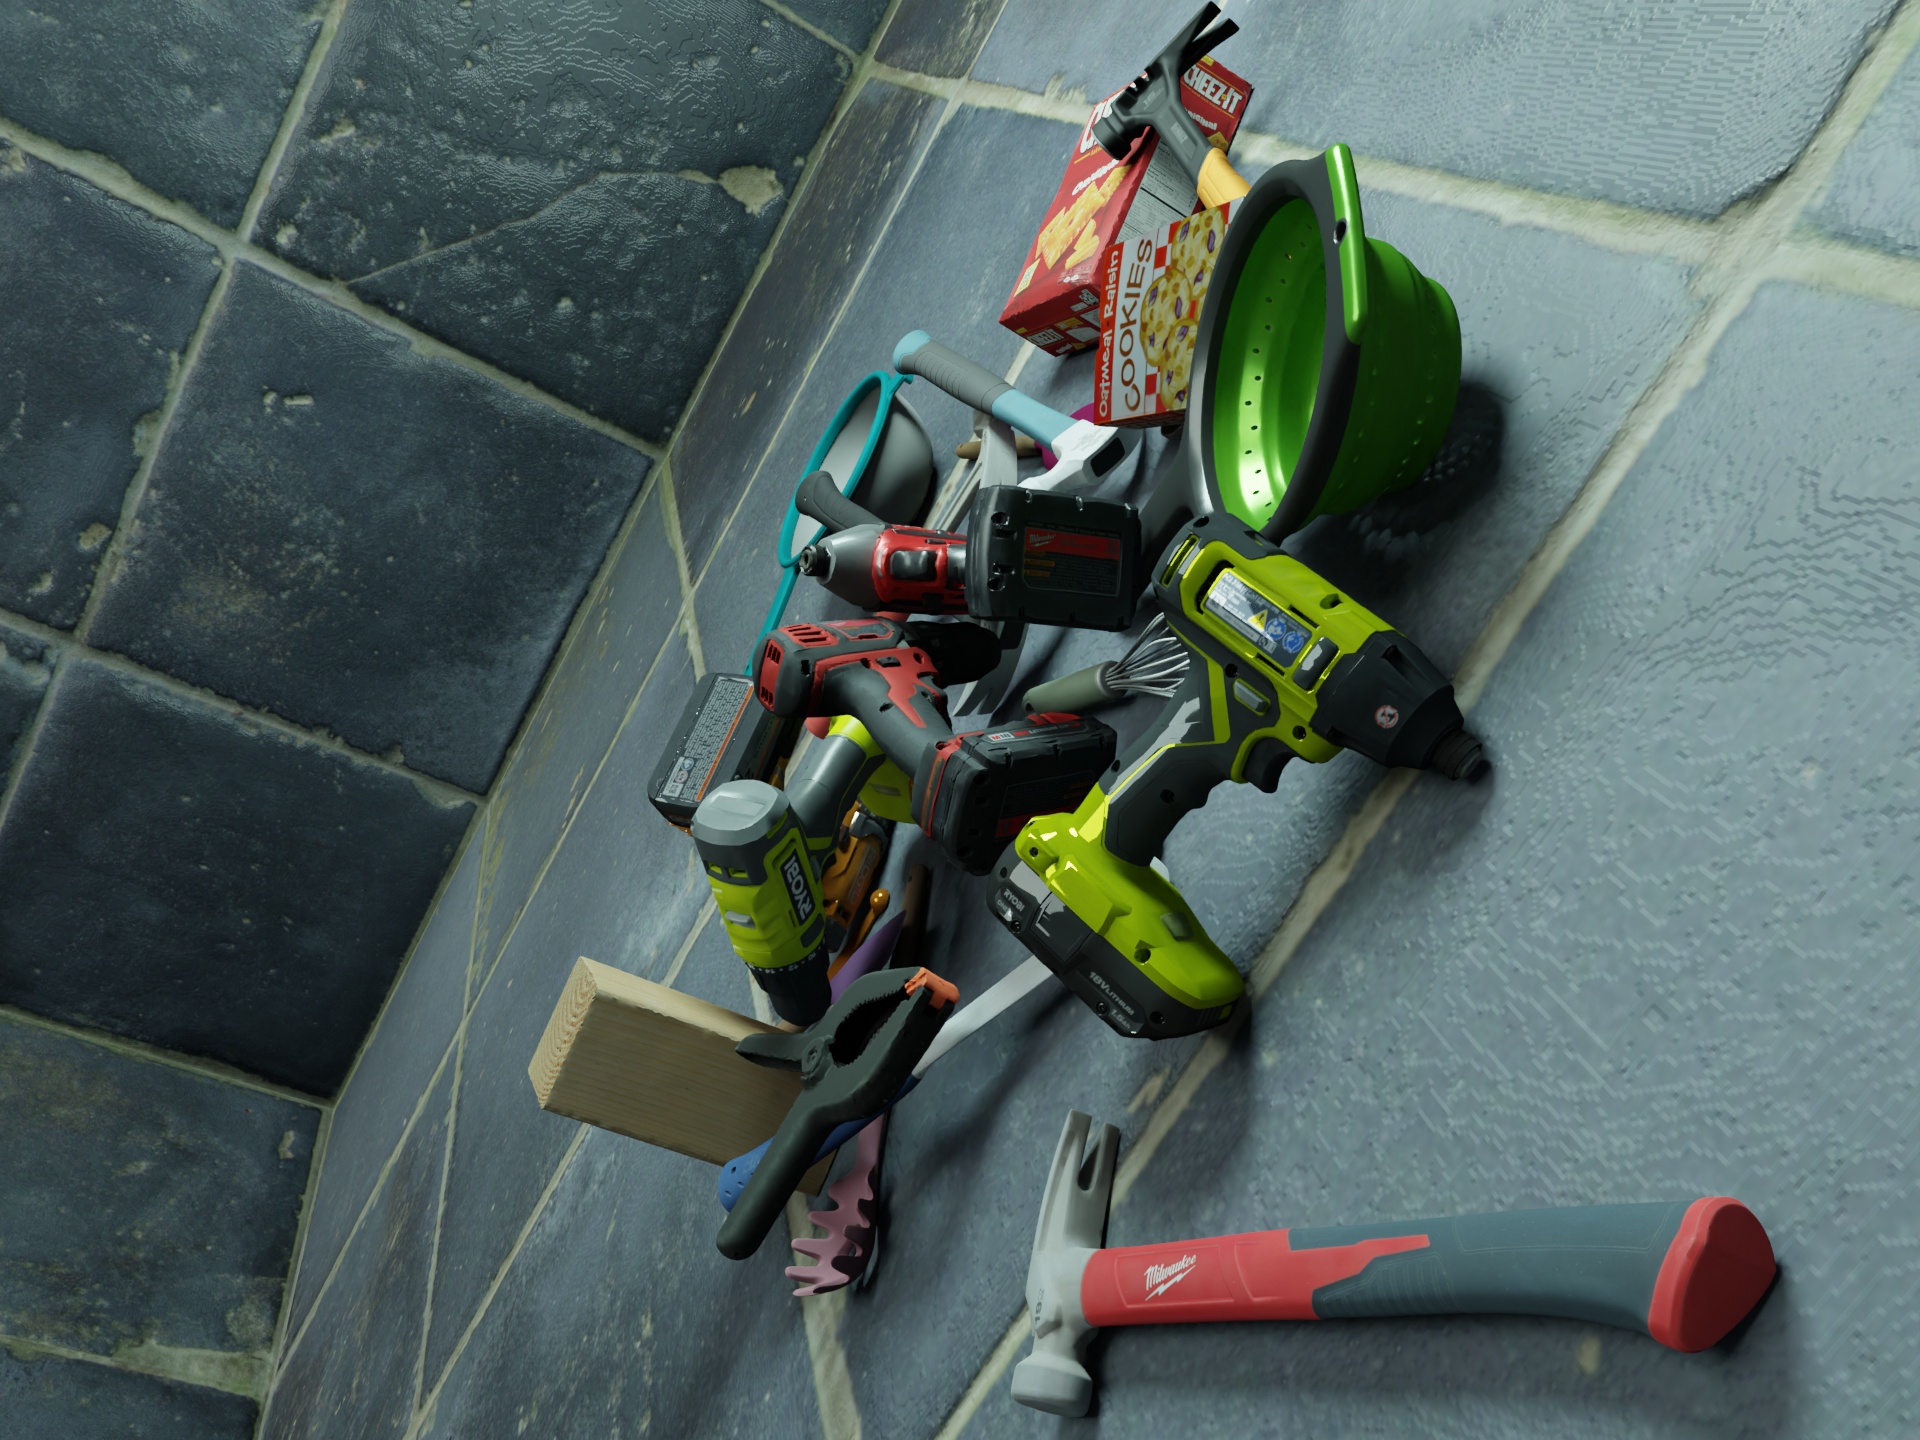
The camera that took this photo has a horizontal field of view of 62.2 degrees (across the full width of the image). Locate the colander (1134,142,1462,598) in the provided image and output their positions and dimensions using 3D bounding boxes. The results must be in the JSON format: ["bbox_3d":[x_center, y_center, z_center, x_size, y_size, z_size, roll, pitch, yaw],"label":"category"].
[{"bbox_3d":[0.176,-0.148,0.894,0.397,0.094,0.205,120,152,-66],"label":"colander"}]

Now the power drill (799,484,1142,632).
[{"bbox_3d":[0.001,-0.099,1.012,0.220,0.143,0.078,5,92,57],"label":"power drill"}]

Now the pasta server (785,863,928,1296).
[{"bbox_3d":[-0.058,0.233,1.077,0.060,0.040,0.316,-31,38,44],"label":"pasta server"}]

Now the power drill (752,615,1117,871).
[{"bbox_3d":[-0.002,-0.003,1.010,0.227,0.187,0.080,36,123,41],"label":"power drill"}]

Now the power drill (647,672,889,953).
[{"bbox_3d":[-0.120,0.049,1.195,0.084,0.226,0.185,7,62,31],"label":"power drill"}]

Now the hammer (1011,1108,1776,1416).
[{"bbox_3d":[0.144,0.208,0.645,0.386,0.038,0.143,-33,37,53],"label":"hammer"}]

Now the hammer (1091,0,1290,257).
[{"bbox_3d":[0.183,-0.365,1.076,0.127,0.034,0.337,-42,42,25],"label":"hammer"}]

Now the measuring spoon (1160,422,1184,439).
[{"bbox_3d":[0.173,-0.242,1.084,0.124,0.018,0.034,-62,23,-10],"label":"measuring spoon"}]

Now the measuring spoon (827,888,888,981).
[{"bbox_3d":[-0.088,0.175,1.239,0.117,0.011,0.021,-57,23,21],"label":"measuring spoon"}]

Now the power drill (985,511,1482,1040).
[{"bbox_3d":[0.125,0.037,0.758,0.171,0.080,0.223,42,111,28],"label":"power drill"}]

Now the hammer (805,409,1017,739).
[{"bbox_3d":[-0.048,-0.099,1.348,0.359,0.036,0.149,-55,23,39],"label":"hammer"}]

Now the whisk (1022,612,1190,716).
[{"bbox_3d":[0.100,-0.028,0.990,0.059,0.058,0.246,-36,7,-25],"label":"whisk"}]

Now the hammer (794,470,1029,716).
[{"bbox_3d":[-0.048,-0.124,1.254,0.335,0.035,0.146,38,125,50],"label":"hammer"}]

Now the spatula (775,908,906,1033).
[{"bbox_3d":[-0.114,0.222,1.208,0.315,0.018,0.060,-46,19,50],"label":"spatula"}]

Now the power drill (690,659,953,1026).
[{"bbox_3d":[-0.087,0.081,1.103,0.080,0.190,0.229,9,41,28],"label":"power drill"}]

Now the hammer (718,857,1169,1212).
[{"bbox_3d":[-0.021,0.206,0.964,0.405,0.035,0.144,-42,31,31],"label":"hammer"}]

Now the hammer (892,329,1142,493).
[{"bbox_3d":[0.028,-0.249,1.235,0.128,0.033,0.331,-36,37,-8],"label":"hammer"}]

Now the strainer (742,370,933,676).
[{"bbox_3d":[-0.111,-0.165,1.531,0.211,0.095,0.340,3,70,68],"label":"strainer"}]

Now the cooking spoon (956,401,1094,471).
[{"bbox_3d":[0.058,-0.228,1.317,0.069,0.017,0.319,-58,22,-5],"label":"cooking spoon"}]
